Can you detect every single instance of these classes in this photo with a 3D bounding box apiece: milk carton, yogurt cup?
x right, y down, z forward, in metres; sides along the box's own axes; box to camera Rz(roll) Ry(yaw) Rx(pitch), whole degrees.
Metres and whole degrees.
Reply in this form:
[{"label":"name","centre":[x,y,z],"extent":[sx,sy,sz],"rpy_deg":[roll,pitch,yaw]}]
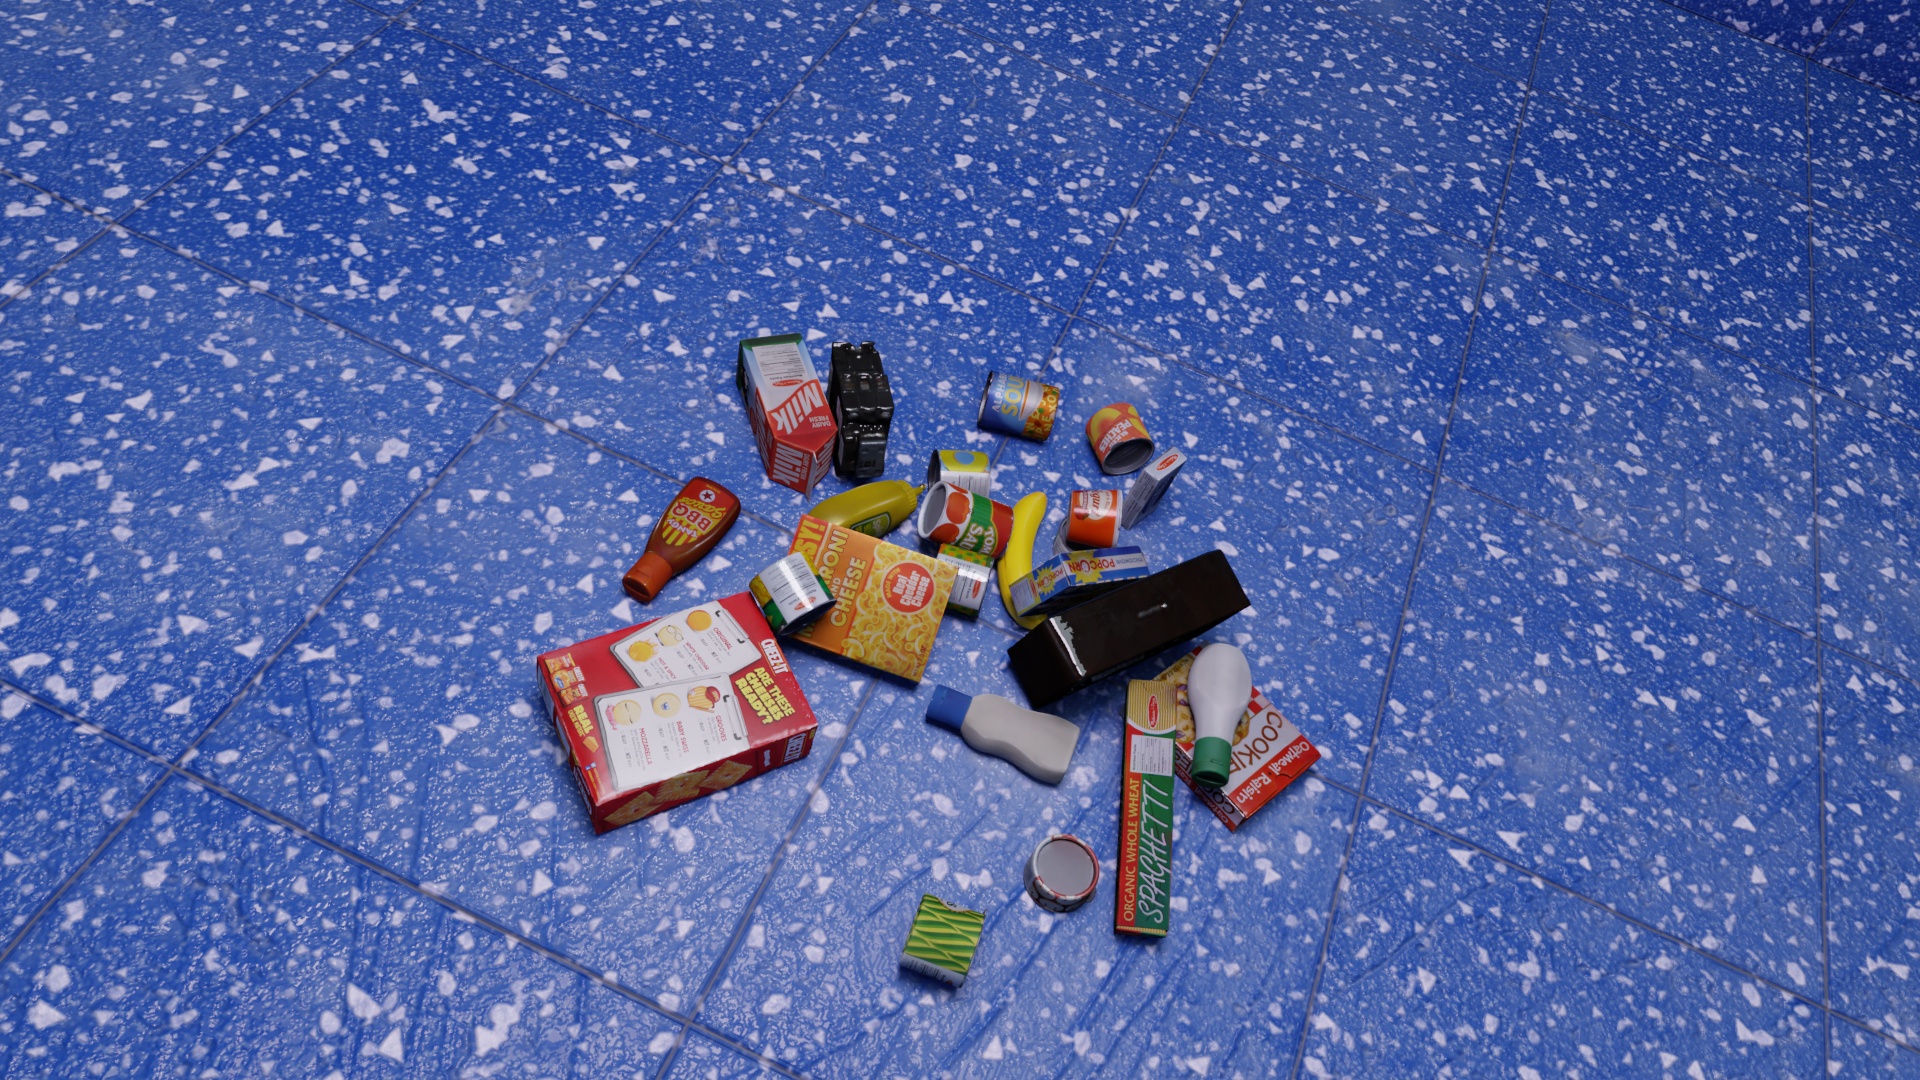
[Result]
[{"label":"milk carton","centre":[-0.189,-0.136,1.539],"extent":[0.073,0.072,0.191],"rpy_deg":[-10,55,-21]},{"label":"yogurt cup","centre":[0.144,-0.024,1.500],"extent":[0.054,0.072,0.073],"rpy_deg":[6,52,1]}]

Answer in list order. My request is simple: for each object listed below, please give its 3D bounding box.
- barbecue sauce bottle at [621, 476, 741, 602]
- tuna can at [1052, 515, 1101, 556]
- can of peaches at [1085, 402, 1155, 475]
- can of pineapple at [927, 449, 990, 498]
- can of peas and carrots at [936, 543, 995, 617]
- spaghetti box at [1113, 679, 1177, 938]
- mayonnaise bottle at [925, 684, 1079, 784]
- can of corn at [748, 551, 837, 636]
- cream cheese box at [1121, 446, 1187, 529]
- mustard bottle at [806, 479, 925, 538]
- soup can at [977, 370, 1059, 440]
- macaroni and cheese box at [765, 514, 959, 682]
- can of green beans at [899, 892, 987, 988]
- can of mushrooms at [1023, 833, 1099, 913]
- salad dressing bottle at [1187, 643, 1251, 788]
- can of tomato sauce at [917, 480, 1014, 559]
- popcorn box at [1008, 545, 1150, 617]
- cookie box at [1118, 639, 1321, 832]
[{"label":"barbecue sauce bottle","centre":[-0.290,0.001,1.426],"extent":[0.065,0.043,0.149],"rpy_deg":[29,52,7]},{"label":"tuna can","centre":[0.139,0.002,1.541],"extent":[0.071,0.032,0.071],"rpy_deg":[7,52,-9]},{"label":"can of peaches","centre":[0.185,-0.120,1.623],"extent":[0.071,0.070,0.058],"rpy_deg":[-8,55,-20]},{"label":"can of pineapple","centre":[-0.002,-0.068,1.538],"extent":[0.058,0.070,0.071],"rpy_deg":[2,53,-13]},{"label":"can of peas and carrots","centre":[0.000,0.042,1.455],"extent":[0.059,0.070,0.071],"rpy_deg":[16,51,2]},{"label":"spaghetti box","centre":[0.178,0.254,1.332],"extent":[0.050,0.028,0.251],"rpy_deg":[6,61,2]},{"label":"mayonnaise bottle","centre":[0.040,0.185,1.371],"extent":[0.148,0.041,0.065],"rpy_deg":[22,50,4]},{"label":"can of corn","centre":[-0.163,0.052,1.344],"extent":[0.071,0.071,0.058],"rpy_deg":[-27,80,-30]},{"label":"cream cheese box","centre":[0.213,-0.058,1.561],"extent":[0.053,0.103,0.024],"rpy_deg":[-34,72,-32]},{"label":"mustard bottle","centre":[-0.095,-0.031,1.489],"extent":[0.161,0.065,0.049],"rpy_deg":[-27,60,-34]},{"label":"soup can","centre":[0.068,-0.159,1.622],"extent":[0.084,0.071,0.072],"rpy_deg":[13,51,-4]},{"label":"macaroni and cheese box","centre":[-0.099,0.058,1.397],"extent":[0.166,0.040,0.124],"rpy_deg":[19,85,1]},{"label":"can of green beans","centre":[-0.016,0.349,1.214],"extent":[0.058,0.071,0.071],"rpy_deg":[20,51,2]},{"label":"can of mushrooms","centre":[0.097,0.310,1.294],"extent":[0.071,0.033,0.071],"rpy_deg":[7,51,-9]},{"label":"salad dressing bottle","centre":[0.254,0.174,1.381],"extent":[0.064,0.043,0.148],"rpy_deg":[16,52,-1]},{"label":"can of tomato sauce","centre":[0.005,-0.019,1.486],"extent":[0.083,0.071,0.071],"rpy_deg":[21,48,-24]},{"label":"popcorn box","centre":[0.125,0.042,1.448],"extent":[0.127,0.085,0.038],"rpy_deg":[-5,69,-42]},{"label":"cookie box","centre":[0.265,0.197,1.419],"extent":[0.123,0.040,0.168],"rpy_deg":[-30,66,-31]}]
